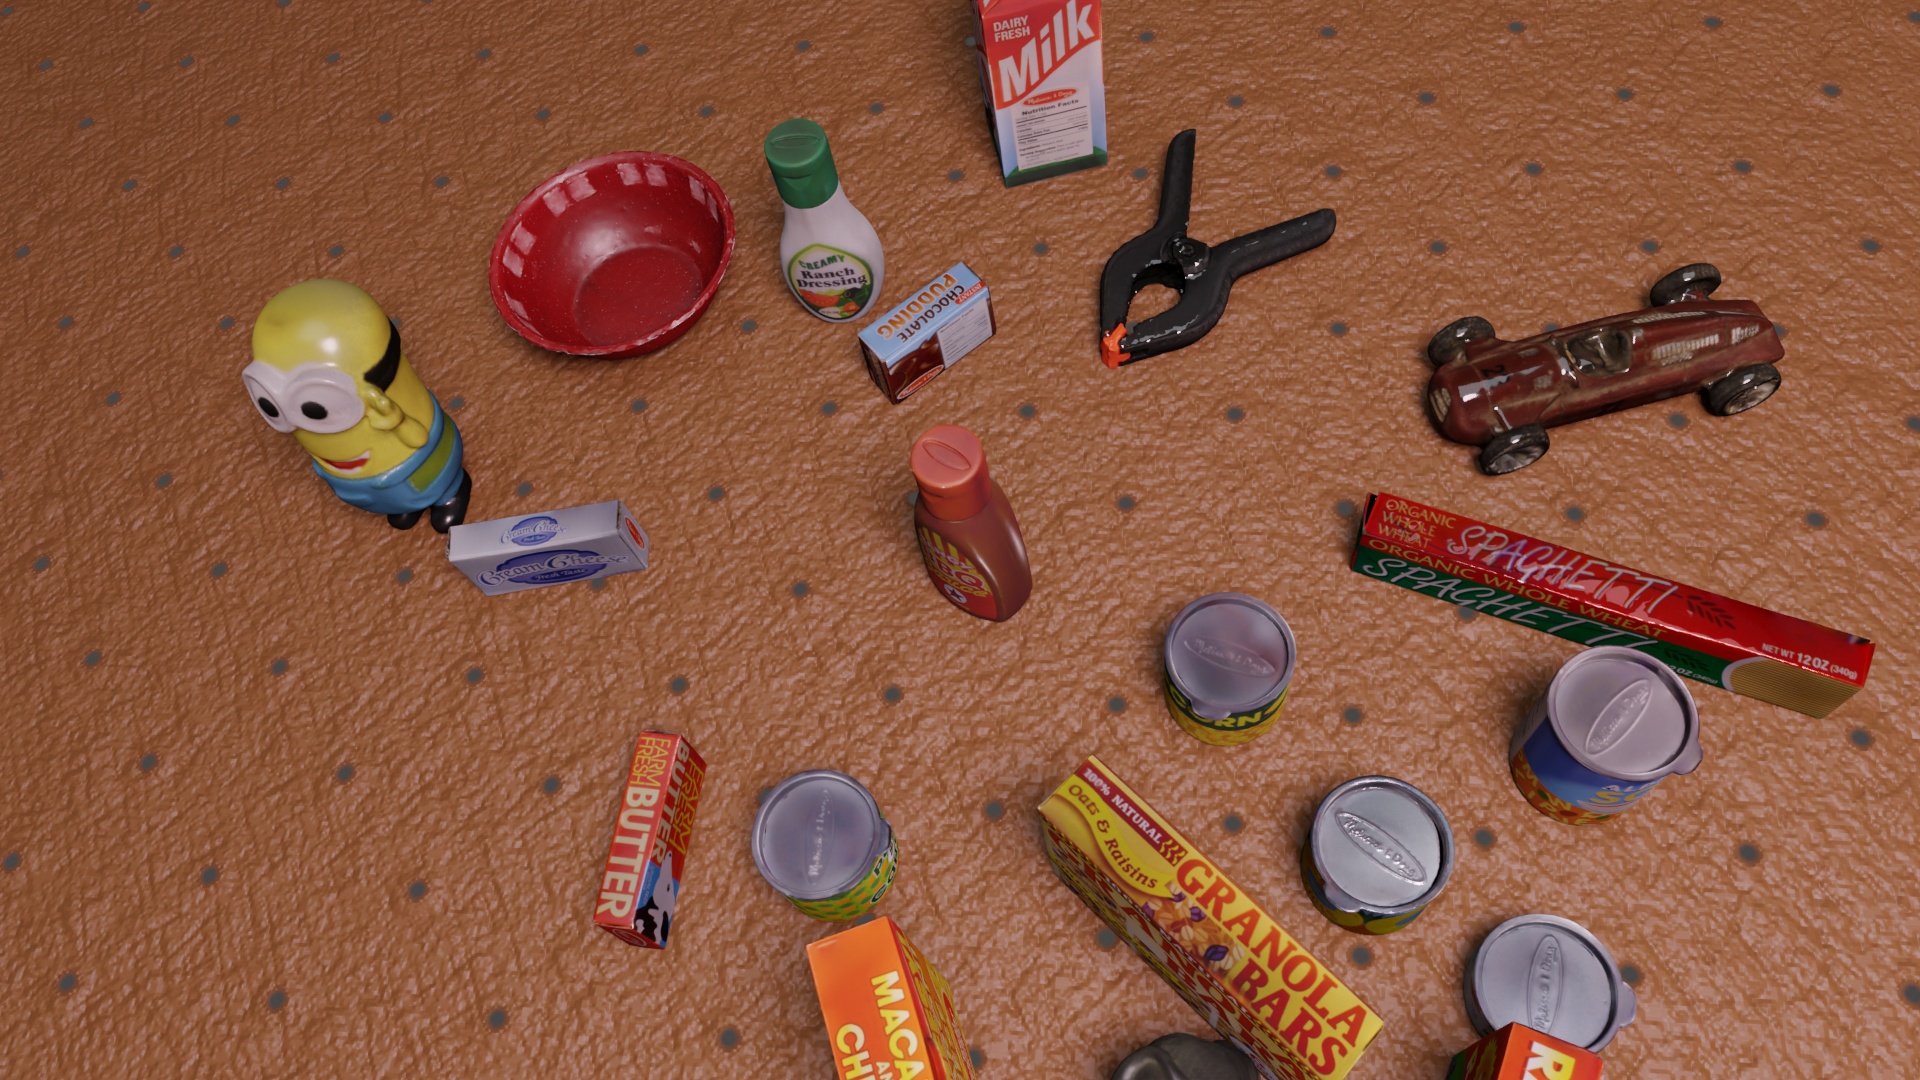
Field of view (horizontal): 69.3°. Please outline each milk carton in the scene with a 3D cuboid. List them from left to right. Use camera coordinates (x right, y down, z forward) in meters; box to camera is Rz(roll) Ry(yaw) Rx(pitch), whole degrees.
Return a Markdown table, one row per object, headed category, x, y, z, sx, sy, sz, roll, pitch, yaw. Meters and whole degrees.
| category | x | y | z | sx | sy | sz | roll | pitch | yaw |
| --- | --- | --- | --- | --- | --- | --- | --- | --- | --- |
| milk carton | 0.047 | -0.317 | 0.868 | 0.073 | 0.189 | 0.072 | -13 | 62 | 1 |

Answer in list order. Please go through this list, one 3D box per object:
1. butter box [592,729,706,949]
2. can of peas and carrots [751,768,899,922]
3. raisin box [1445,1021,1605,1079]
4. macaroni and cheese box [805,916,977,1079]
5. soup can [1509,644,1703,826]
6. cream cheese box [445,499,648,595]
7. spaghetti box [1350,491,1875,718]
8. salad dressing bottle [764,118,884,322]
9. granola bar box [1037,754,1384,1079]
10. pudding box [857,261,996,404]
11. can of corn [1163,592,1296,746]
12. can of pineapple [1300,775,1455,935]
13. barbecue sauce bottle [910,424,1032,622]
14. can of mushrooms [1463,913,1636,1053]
| category | x | y | z | sx | sy | sz | roll | pitch | yaw |
| --- | --- | --- | --- | --- | --- | --- | --- | --- | --- |
| butter box | -0.162 | 0.157 | 0.729 | 0.024 | 0.053 | 0.104 | 4 | 64 | 10 |
| can of peas and carrots | -0.065 | 0.157 | 0.712 | 0.071 | 0.058 | 0.071 | -3 | 63 | 6 |
| raisin box | 0.226 | 0.258 | 0.585 | 0.040 | 0.123 | 0.086 | 20 | 68 | 17 |
| macaroni and cheese box | -0.016 | 0.242 | 0.601 | 0.040 | 0.165 | 0.124 | -19 | 62 | -2 |
| soup can | 0.313 | 0.099 | 0.677 | 0.071 | 0.083 | 0.071 | -3 | 63 | 6 |
| cream cheese box | -0.241 | 0.005 | 0.818 | 0.104 | 0.053 | 0.024 | -9 | 62 | 3 |
| spaghetti box | 0.331 | 0.032 | 0.728 | 0.250 | 0.050 | 0.029 | 19 | 67 | 16 |
| salad dressing bottle | -0.085 | -0.192 | 0.845 | 0.064 | 0.147 | 0.044 | -2 | 63 | 7 |
| granola bar box | 0.111 | 0.182 | 0.639 | 0.039 | 0.123 | 0.166 | -43 | 66 | -14 |
| pudding box | -0.020 | -0.128 | 0.859 | 0.084 | 0.049 | 0.030 | -38 | 64 | -12 |
| can of corn | 0.139 | 0.071 | 0.730 | 0.071 | 0.058 | 0.071 | -3 | 63 | 6 |
| can of pineapple | 0.200 | 0.156 | 0.678 | 0.071 | 0.057 | 0.071 | -3 | 63 | 6 |
| barbecue sauce bottle | 0.003 | -0.009 | 0.739 | 0.065 | 0.148 | 0.044 | 32 | 72 | 21 |
| can of mushrooms | 0.275 | 0.213 | 0.652 | 0.071 | 0.033 | 0.071 | -3 | 63 | 6 |
